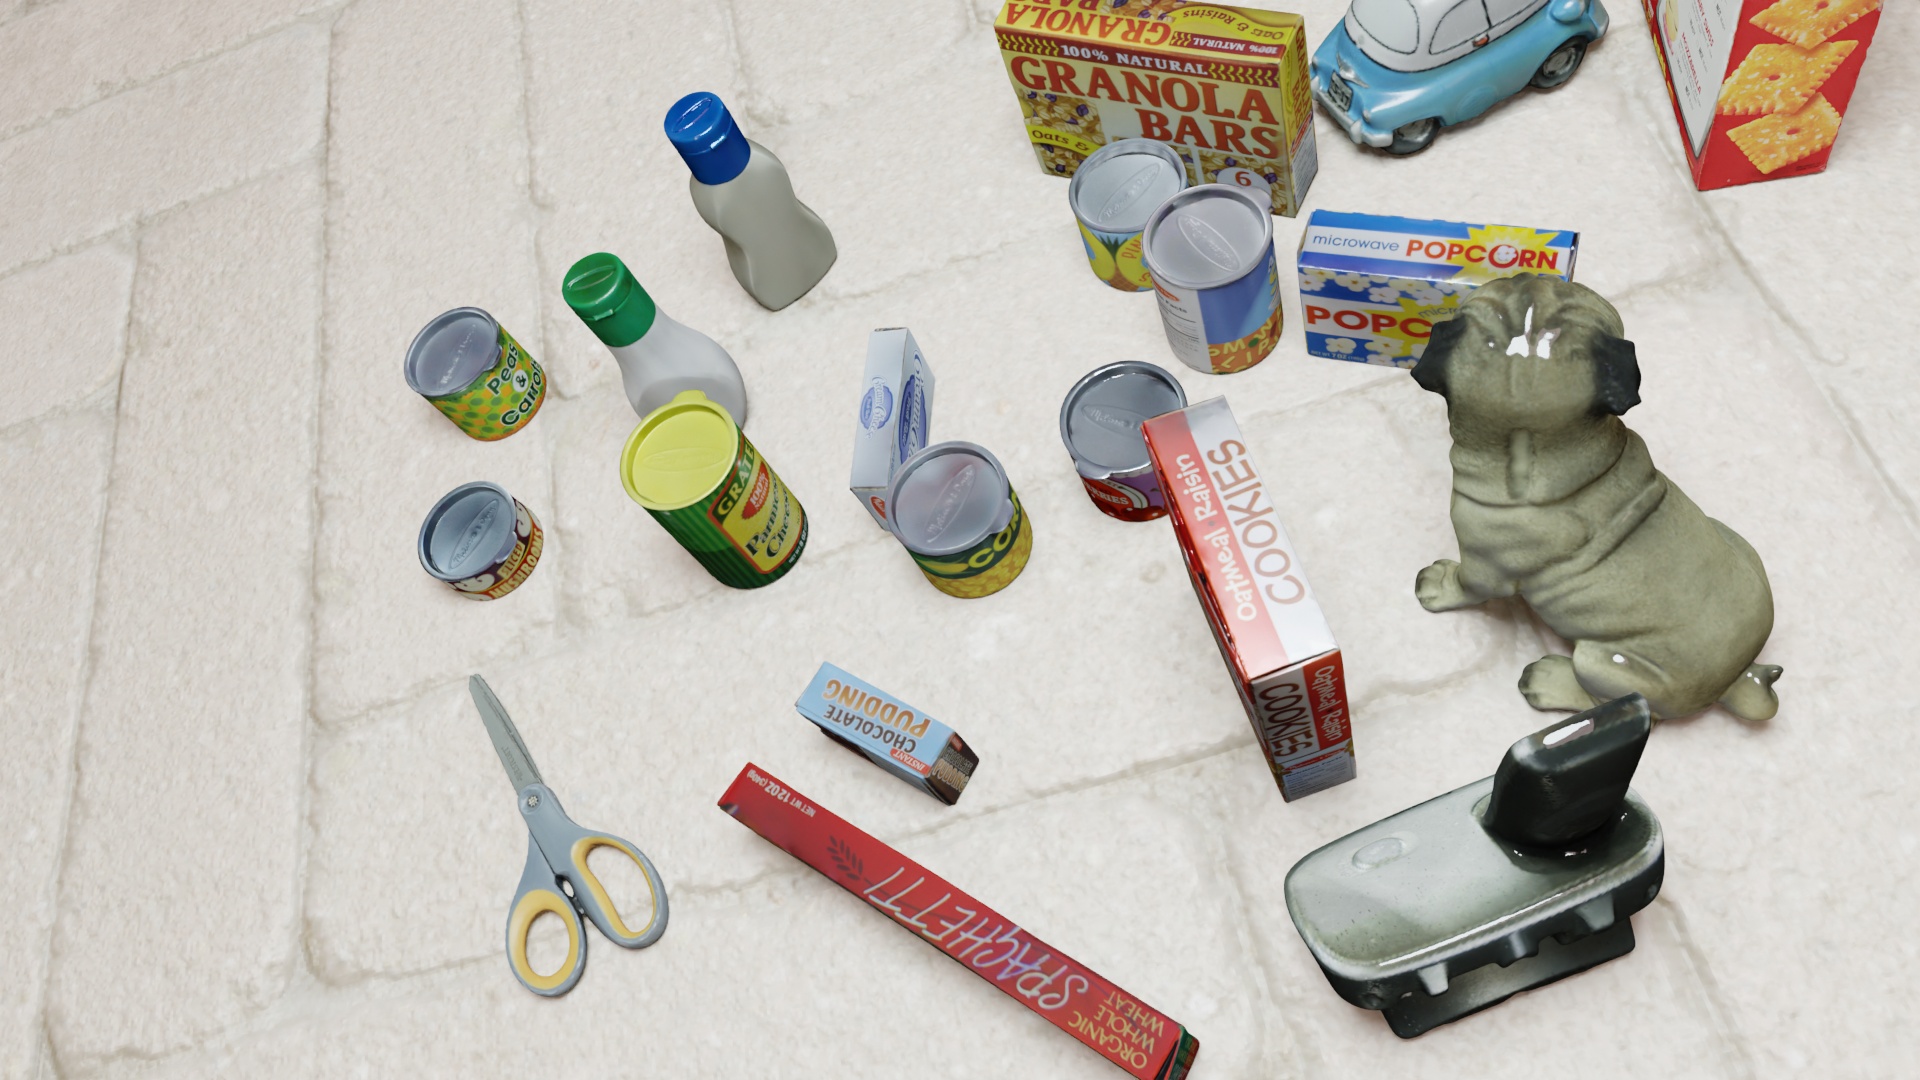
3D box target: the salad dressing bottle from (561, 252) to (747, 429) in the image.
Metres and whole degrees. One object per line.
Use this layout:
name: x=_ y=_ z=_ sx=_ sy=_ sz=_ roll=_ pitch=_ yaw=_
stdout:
salad dressing bottle: x=-0.171 y=-0.105 z=0.784 sx=0.064 sy=0.147 sz=0.044 roll=-20 pitch=60 yaw=8

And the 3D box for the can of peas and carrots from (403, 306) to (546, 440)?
can of peas and carrots: x=-0.303 y=-0.104 z=0.878 sx=0.071 sy=0.058 sz=0.071 roll=-7 pitch=62 yaw=14

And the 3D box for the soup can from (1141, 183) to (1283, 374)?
soup can: x=0.139 y=-0.139 z=0.740 sx=0.071 sy=0.083 sz=0.071 roll=-7 pitch=62 yaw=14

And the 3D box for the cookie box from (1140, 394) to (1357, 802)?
cookie box: x=0.128 y=0.031 z=0.608 sx=0.040 sy=0.167 sz=0.123 roll=-22 pitch=60 yaw=7

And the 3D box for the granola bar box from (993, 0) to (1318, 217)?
granola bar box: x=0.111 y=-0.246 z=0.780 sx=0.166 sy=0.124 sz=0.039 roll=17 pitch=71 yaw=25

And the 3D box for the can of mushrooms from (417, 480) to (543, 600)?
can of mushrooms: x=-0.286 y=0.001 z=0.833 sx=0.071 sy=0.033 sz=0.071 roll=-7 pitch=62 yaw=14

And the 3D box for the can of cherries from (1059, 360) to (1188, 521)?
can of cherries: x=0.088 y=-0.049 z=0.725 sx=0.071 sy=0.058 sz=0.072 roll=-7 pitch=62 yaw=14

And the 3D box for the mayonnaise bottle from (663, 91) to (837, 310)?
mayonnaise bottle: x=-0.125 y=-0.200 z=0.818 sx=0.065 sy=0.147 sz=0.041 roll=-44 pitch=60 yaw=-6

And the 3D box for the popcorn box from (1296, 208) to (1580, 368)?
popcorn box: x=0.237 y=-0.122 z=0.699 sx=0.127 sy=0.085 sz=0.038 roll=11 pitch=68 yaw=22

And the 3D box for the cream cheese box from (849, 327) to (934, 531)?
cream cheese box: x=-0.037 y=-0.062 z=0.774 sx=0.024 sy=0.053 sz=0.104 roll=-3 pitch=63 yaw=17

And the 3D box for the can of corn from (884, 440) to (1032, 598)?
can of corn: x=0.003 y=-0.009 z=0.732 sx=0.071 sy=0.058 sz=0.071 roll=-7 pitch=62 yaw=14

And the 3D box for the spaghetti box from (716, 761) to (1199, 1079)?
spaghetti box: x=-0.005 y=0.176 z=0.644 sx=0.250 sy=0.050 sz=0.029 roll=25 pitch=74 yaw=27

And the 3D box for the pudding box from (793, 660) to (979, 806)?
pudding box: x=-0.037 y=0.096 z=0.695 sx=0.084 sy=0.049 sz=0.030 roll=24 pitch=74 yaw=27

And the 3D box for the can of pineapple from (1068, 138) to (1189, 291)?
can of pineapple: x=0.100 y=-0.183 z=0.790 sx=0.071 sy=0.057 sz=0.071 roll=-7 pitch=62 yaw=14

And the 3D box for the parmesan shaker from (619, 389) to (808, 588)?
parmesan shaker: x=-0.130 y=-0.026 z=0.756 sx=0.071 sy=0.102 sz=0.071 roll=-7 pitch=62 yaw=14
